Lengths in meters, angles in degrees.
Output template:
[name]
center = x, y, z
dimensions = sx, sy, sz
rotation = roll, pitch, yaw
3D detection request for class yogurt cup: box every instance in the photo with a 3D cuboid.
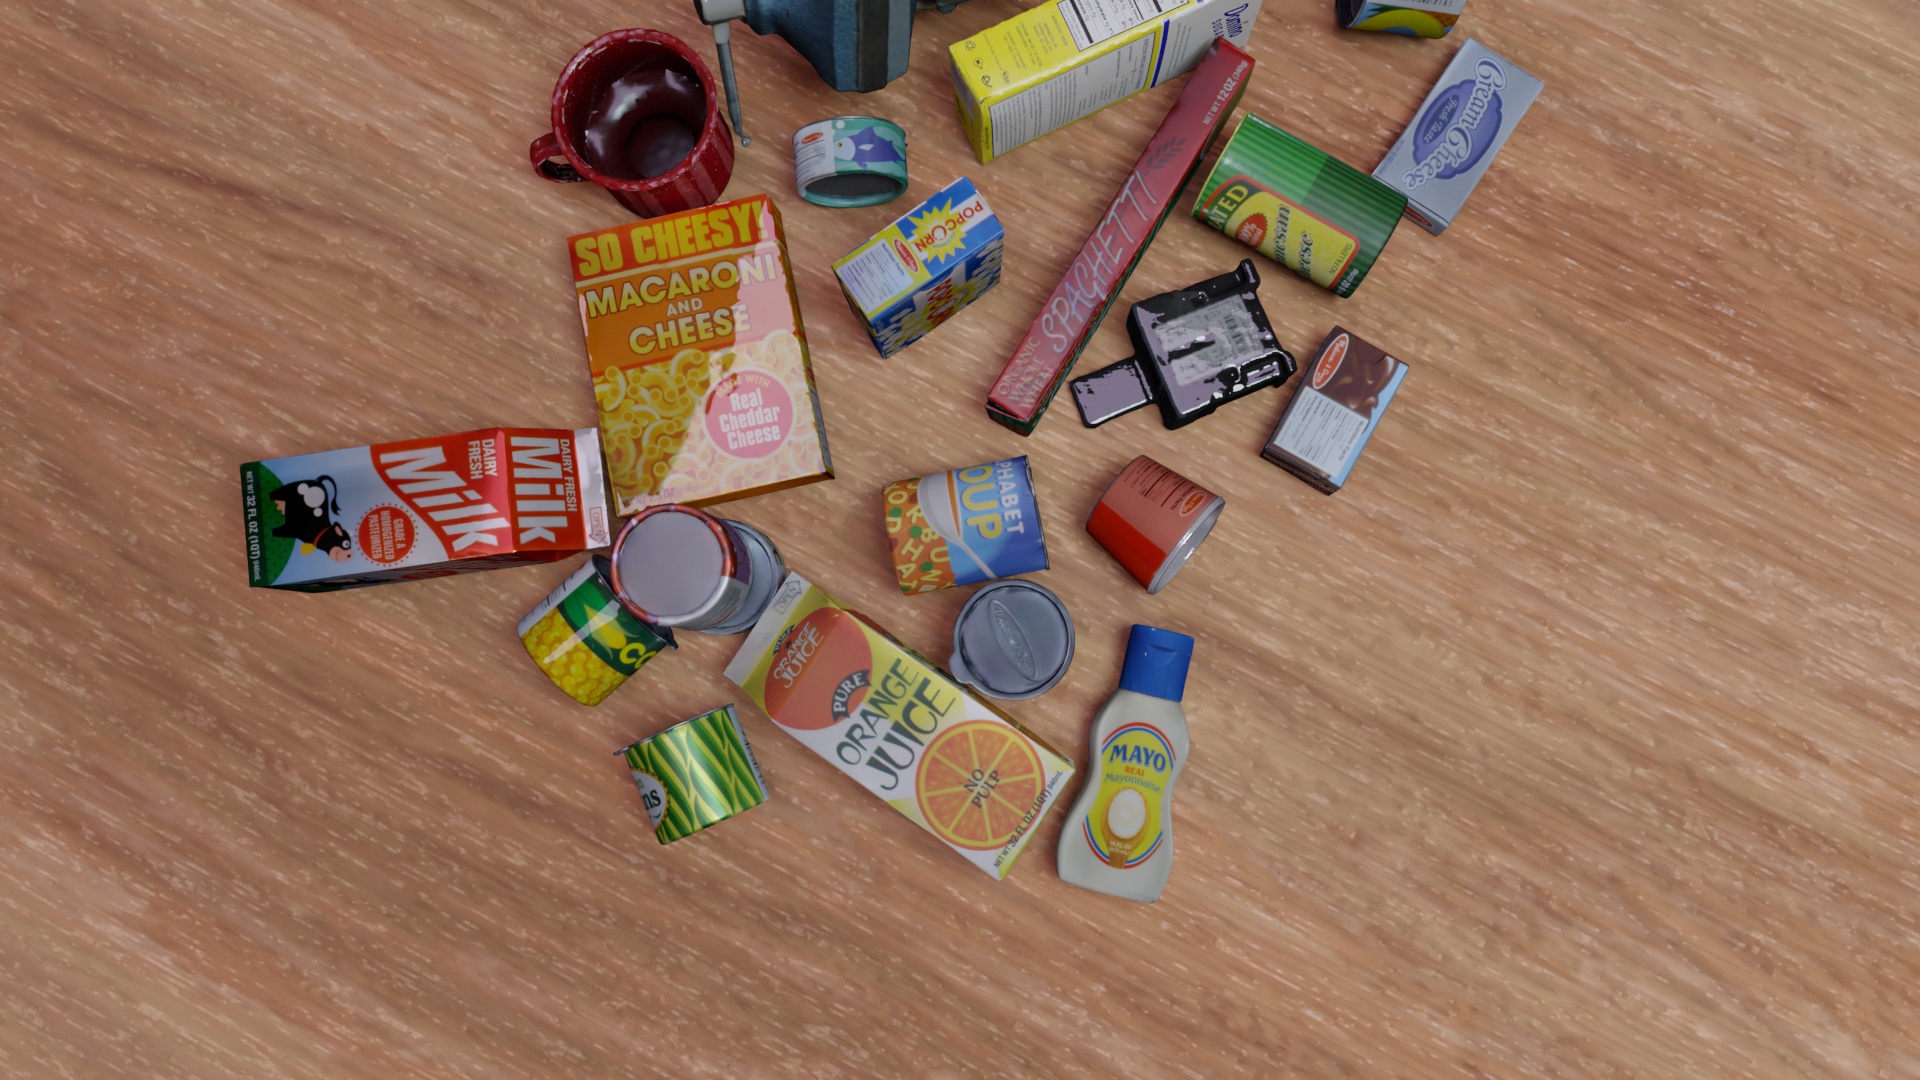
[yogurt cup]
center = 0.107, -0.011, 0.778
dimensions = 0.054, 0.072, 0.072
rotation = 38, 88, 13

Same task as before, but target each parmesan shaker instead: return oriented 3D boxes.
[parmesan shaker]
center = 0.192, -0.190, 0.786
dimensions = 0.103, 0.071, 0.071
rotation = 30, 87, 5

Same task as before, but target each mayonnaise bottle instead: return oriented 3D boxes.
[mayonnaise bottle]
center = 0.097, 0.122, 0.776
dimensions = 0.065, 0.041, 0.148
rotation = 13, 86, 4

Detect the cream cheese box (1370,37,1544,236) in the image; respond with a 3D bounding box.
[cream cheese box]
center = 0.287, -0.236, 0.810
dimensions = 0.053, 0.024, 0.104
rotation = 35, 87, 5

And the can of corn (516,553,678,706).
[can of corn]
center = -0.204, 0.053, 0.783
dimensions = 0.058, 0.071, 0.071
rotation = -41, 84, 0

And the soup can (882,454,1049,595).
[soup can]
center = 0.003, -0.010, 0.778
dimensions = 0.084, 0.071, 0.071
rotation = -11, 85, 2

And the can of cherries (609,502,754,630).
[can of cherries]
center = -0.152, 0.013, 0.754
dimensions = 0.071, 0.058, 0.071
rotation = 0, 84, 3

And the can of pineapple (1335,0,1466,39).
[can of pineapple]
center = 0.255, -0.325, 0.798
dimensions = 0.058, 0.071, 0.071
rotation = 6, 85, -3

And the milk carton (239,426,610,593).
[milk carton]
center = -0.296, -0.018, 0.790
dimensions = 0.191, 0.073, 0.072
rotation = -8, 85, 1

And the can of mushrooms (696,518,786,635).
[can of mushrooms]
center = -0.137, 0.020, 0.800
dimensions = 0.071, 0.033, 0.071
rotation = 0, 85, 3

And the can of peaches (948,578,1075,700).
[can of peaches]
center = 0.028, 0.056, 0.777
dimensions = 0.071, 0.058, 0.071
rotation = 0, 86, 3

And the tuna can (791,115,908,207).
[tuna can]
center = -0.061, -0.218, 0.804
dimensions = 0.071, 0.071, 0.033
rotation = -4, 86, 2

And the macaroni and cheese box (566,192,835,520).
[macaroni and cheese box]
center = -0.151, -0.105, 0.809
dimensions = 0.124, 0.040, 0.166
rotation = -12, 85, 2

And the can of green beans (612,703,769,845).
[can of green beans]
center = -0.147, 0.130, 0.773
dimensions = 0.071, 0.071, 0.058
rotation = -23, 85, 0

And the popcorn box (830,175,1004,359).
[popcorn box]
center = -0.021, -0.146, 0.764
dimensions = 0.085, 0.126, 0.038
rotation = -34, 89, 0

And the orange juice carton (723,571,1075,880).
[orange juice carton]
center = -0.035, 0.099, 0.768
dimensions = 0.193, 0.073, 0.072
rotation = 34, 88, 6

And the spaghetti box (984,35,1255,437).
[spaghetti box]
center = 0.091, -0.172, 0.800
dimensions = 0.029, 0.050, 0.250
rotation = 32, 87, 6

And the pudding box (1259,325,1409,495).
[pudding box]
center = 0.214, -0.074, 0.795
dimensions = 0.050, 0.030, 0.084
rotation = 30, 87, 6
